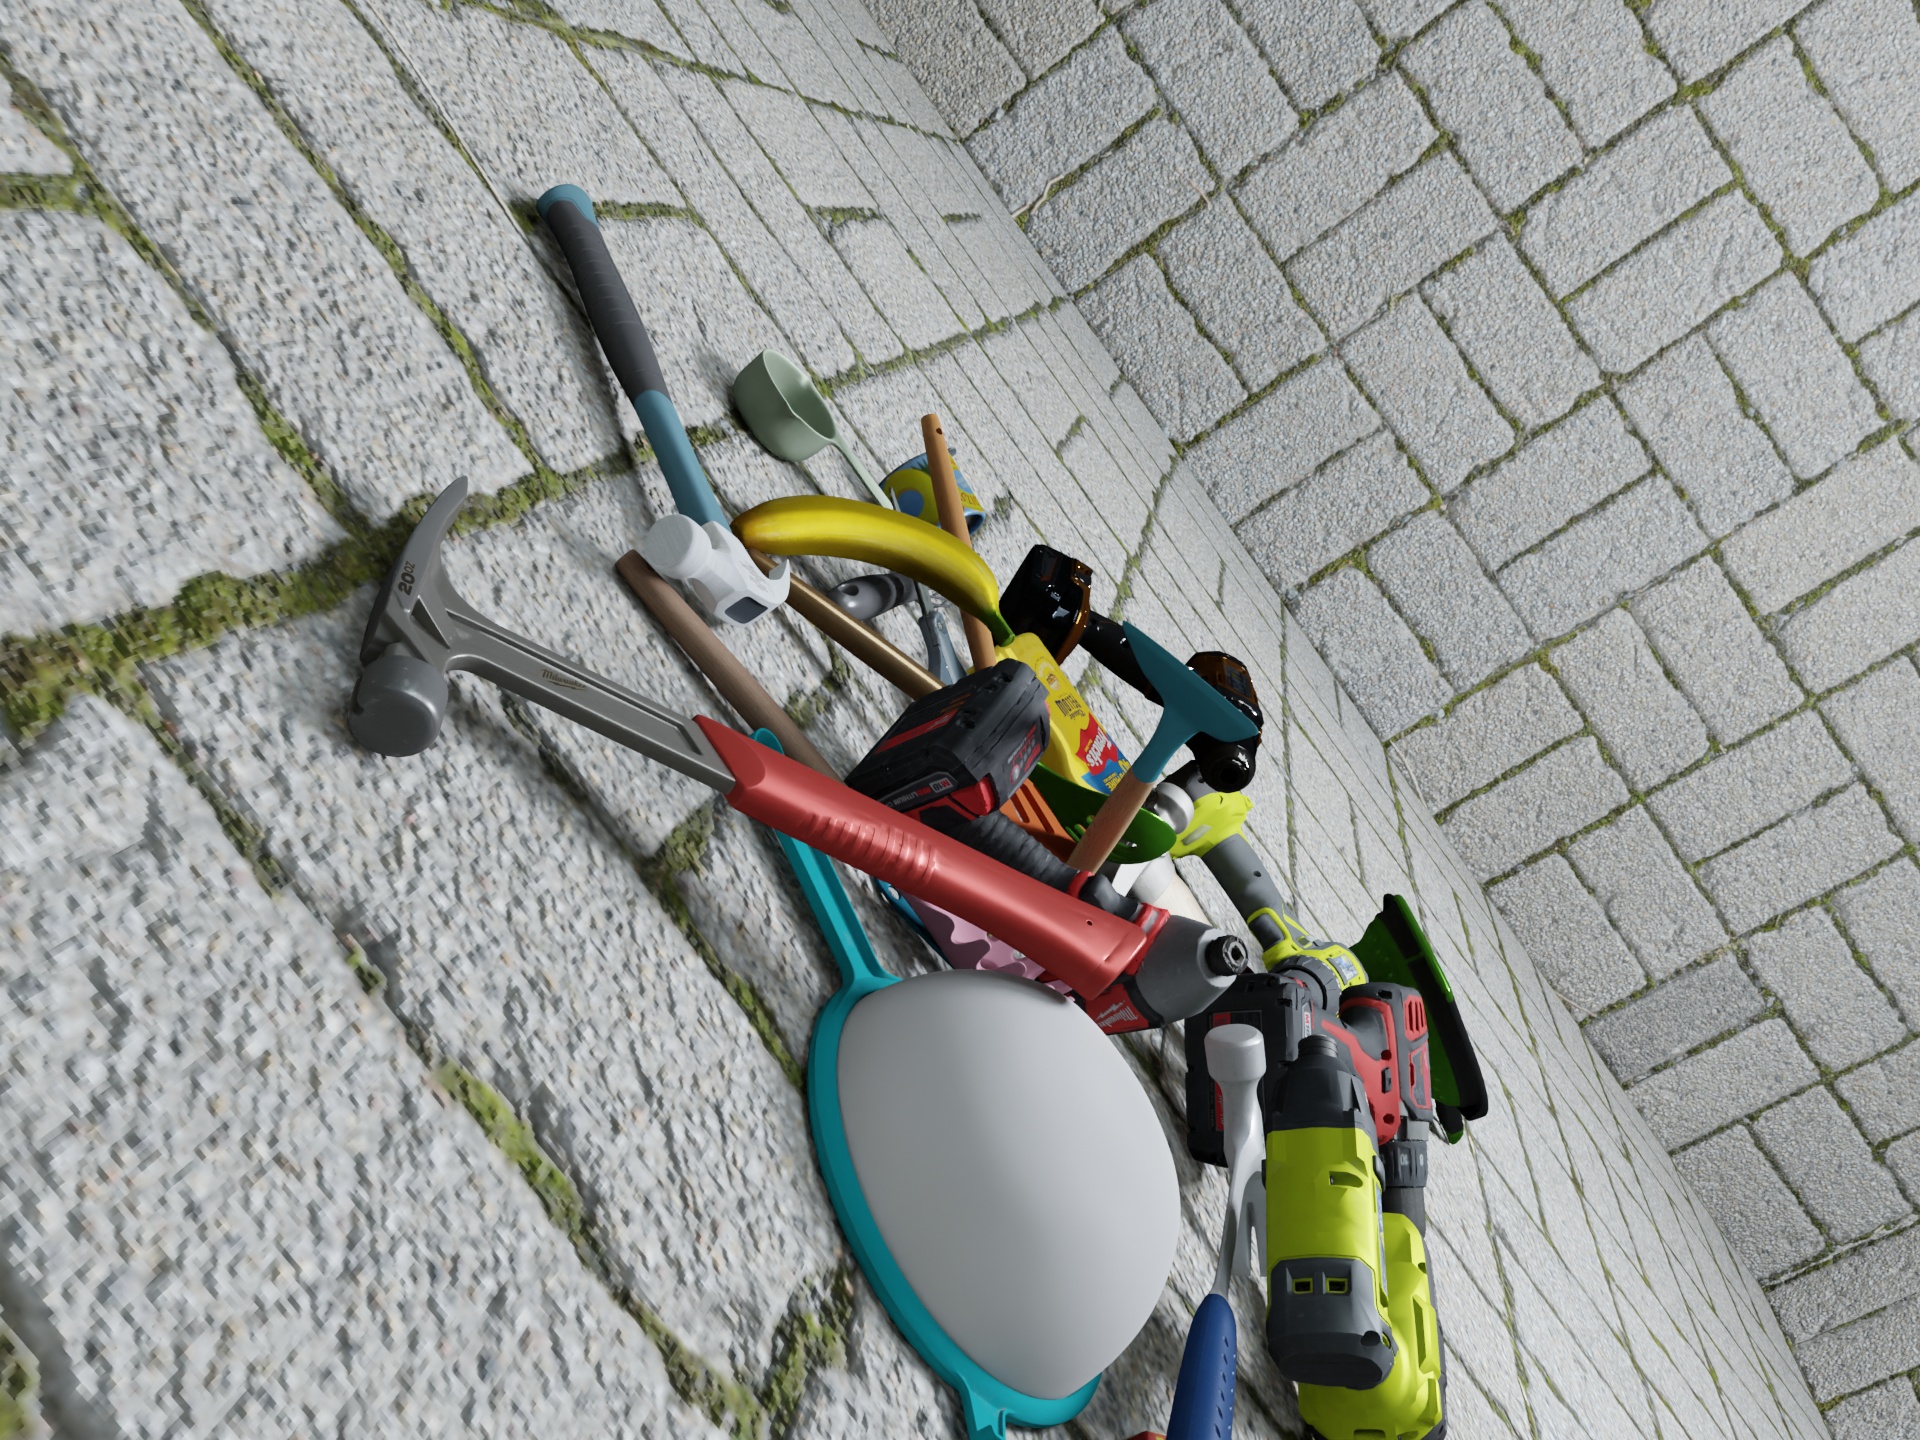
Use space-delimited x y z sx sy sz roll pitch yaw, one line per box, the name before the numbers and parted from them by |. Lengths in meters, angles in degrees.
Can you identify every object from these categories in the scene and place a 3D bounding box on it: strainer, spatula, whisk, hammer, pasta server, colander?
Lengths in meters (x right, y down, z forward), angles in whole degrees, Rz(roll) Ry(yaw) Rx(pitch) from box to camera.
strainer | 0.005 0.135 0.720 0.340 0.095 0.211 62 19 14
spatula | 0.086 0.046 0.877 0.082 0.317 0.044 40 58 11
spatula | 0.018 -0.057 1.037 0.081 0.041 0.323 0 71 -41
whisk | -0.039 -0.094 1.081 0.055 0.055 0.239 56 23 2
hammer | 0.207 0.243 1.092 0.410 0.038 0.146 56 47 -19
pasta server | -0.058 0.033 0.802 0.316 0.040 0.060 49 13 -6
colander | 0.399 0.310 1.450 0.396 0.094 0.205 62 7 -49
hammer | -0.176 -0.186 0.890 0.331 0.033 0.128 63 11 28
hammer | -0.071 0.026 0.668 0.358 0.036 0.149 28 30 -24
hammer | 0.123 0.282 0.750 0.405 0.035 0.144 -36 120 -73

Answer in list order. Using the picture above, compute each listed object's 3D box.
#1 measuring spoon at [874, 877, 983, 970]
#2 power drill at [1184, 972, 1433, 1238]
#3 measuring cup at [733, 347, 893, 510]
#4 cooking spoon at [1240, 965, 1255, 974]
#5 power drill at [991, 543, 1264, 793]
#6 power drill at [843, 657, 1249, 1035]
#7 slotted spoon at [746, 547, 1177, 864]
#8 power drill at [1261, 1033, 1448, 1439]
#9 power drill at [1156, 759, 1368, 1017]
measuring spoon | -0.005 0.131 0.837 0.128 0.021 0.042 47 30 1
power drill | 0.242 0.260 1.045 0.226 0.080 0.188 18 66 -46
measuring cup | -0.095 -0.178 1.095 0.167 0.038 0.083 51 19 -21
cooking spoon | 0.175 0.182 1.184 0.318 0.017 0.069 29 32 -55
power drill | 0.135 -0.034 1.236 0.226 0.084 0.185 29 24 -8
power drill | 0.052 0.080 0.860 0.219 0.143 0.078 50 53 -14
slotted spoon | -0.001 -0.003 0.945 0.313 0.070 0.031 37 60 -10
power drill | 0.206 0.287 0.847 0.223 0.080 0.171 64 25 -45
power drill | 0.226 0.145 1.251 0.229 0.080 0.190 57 18 16
